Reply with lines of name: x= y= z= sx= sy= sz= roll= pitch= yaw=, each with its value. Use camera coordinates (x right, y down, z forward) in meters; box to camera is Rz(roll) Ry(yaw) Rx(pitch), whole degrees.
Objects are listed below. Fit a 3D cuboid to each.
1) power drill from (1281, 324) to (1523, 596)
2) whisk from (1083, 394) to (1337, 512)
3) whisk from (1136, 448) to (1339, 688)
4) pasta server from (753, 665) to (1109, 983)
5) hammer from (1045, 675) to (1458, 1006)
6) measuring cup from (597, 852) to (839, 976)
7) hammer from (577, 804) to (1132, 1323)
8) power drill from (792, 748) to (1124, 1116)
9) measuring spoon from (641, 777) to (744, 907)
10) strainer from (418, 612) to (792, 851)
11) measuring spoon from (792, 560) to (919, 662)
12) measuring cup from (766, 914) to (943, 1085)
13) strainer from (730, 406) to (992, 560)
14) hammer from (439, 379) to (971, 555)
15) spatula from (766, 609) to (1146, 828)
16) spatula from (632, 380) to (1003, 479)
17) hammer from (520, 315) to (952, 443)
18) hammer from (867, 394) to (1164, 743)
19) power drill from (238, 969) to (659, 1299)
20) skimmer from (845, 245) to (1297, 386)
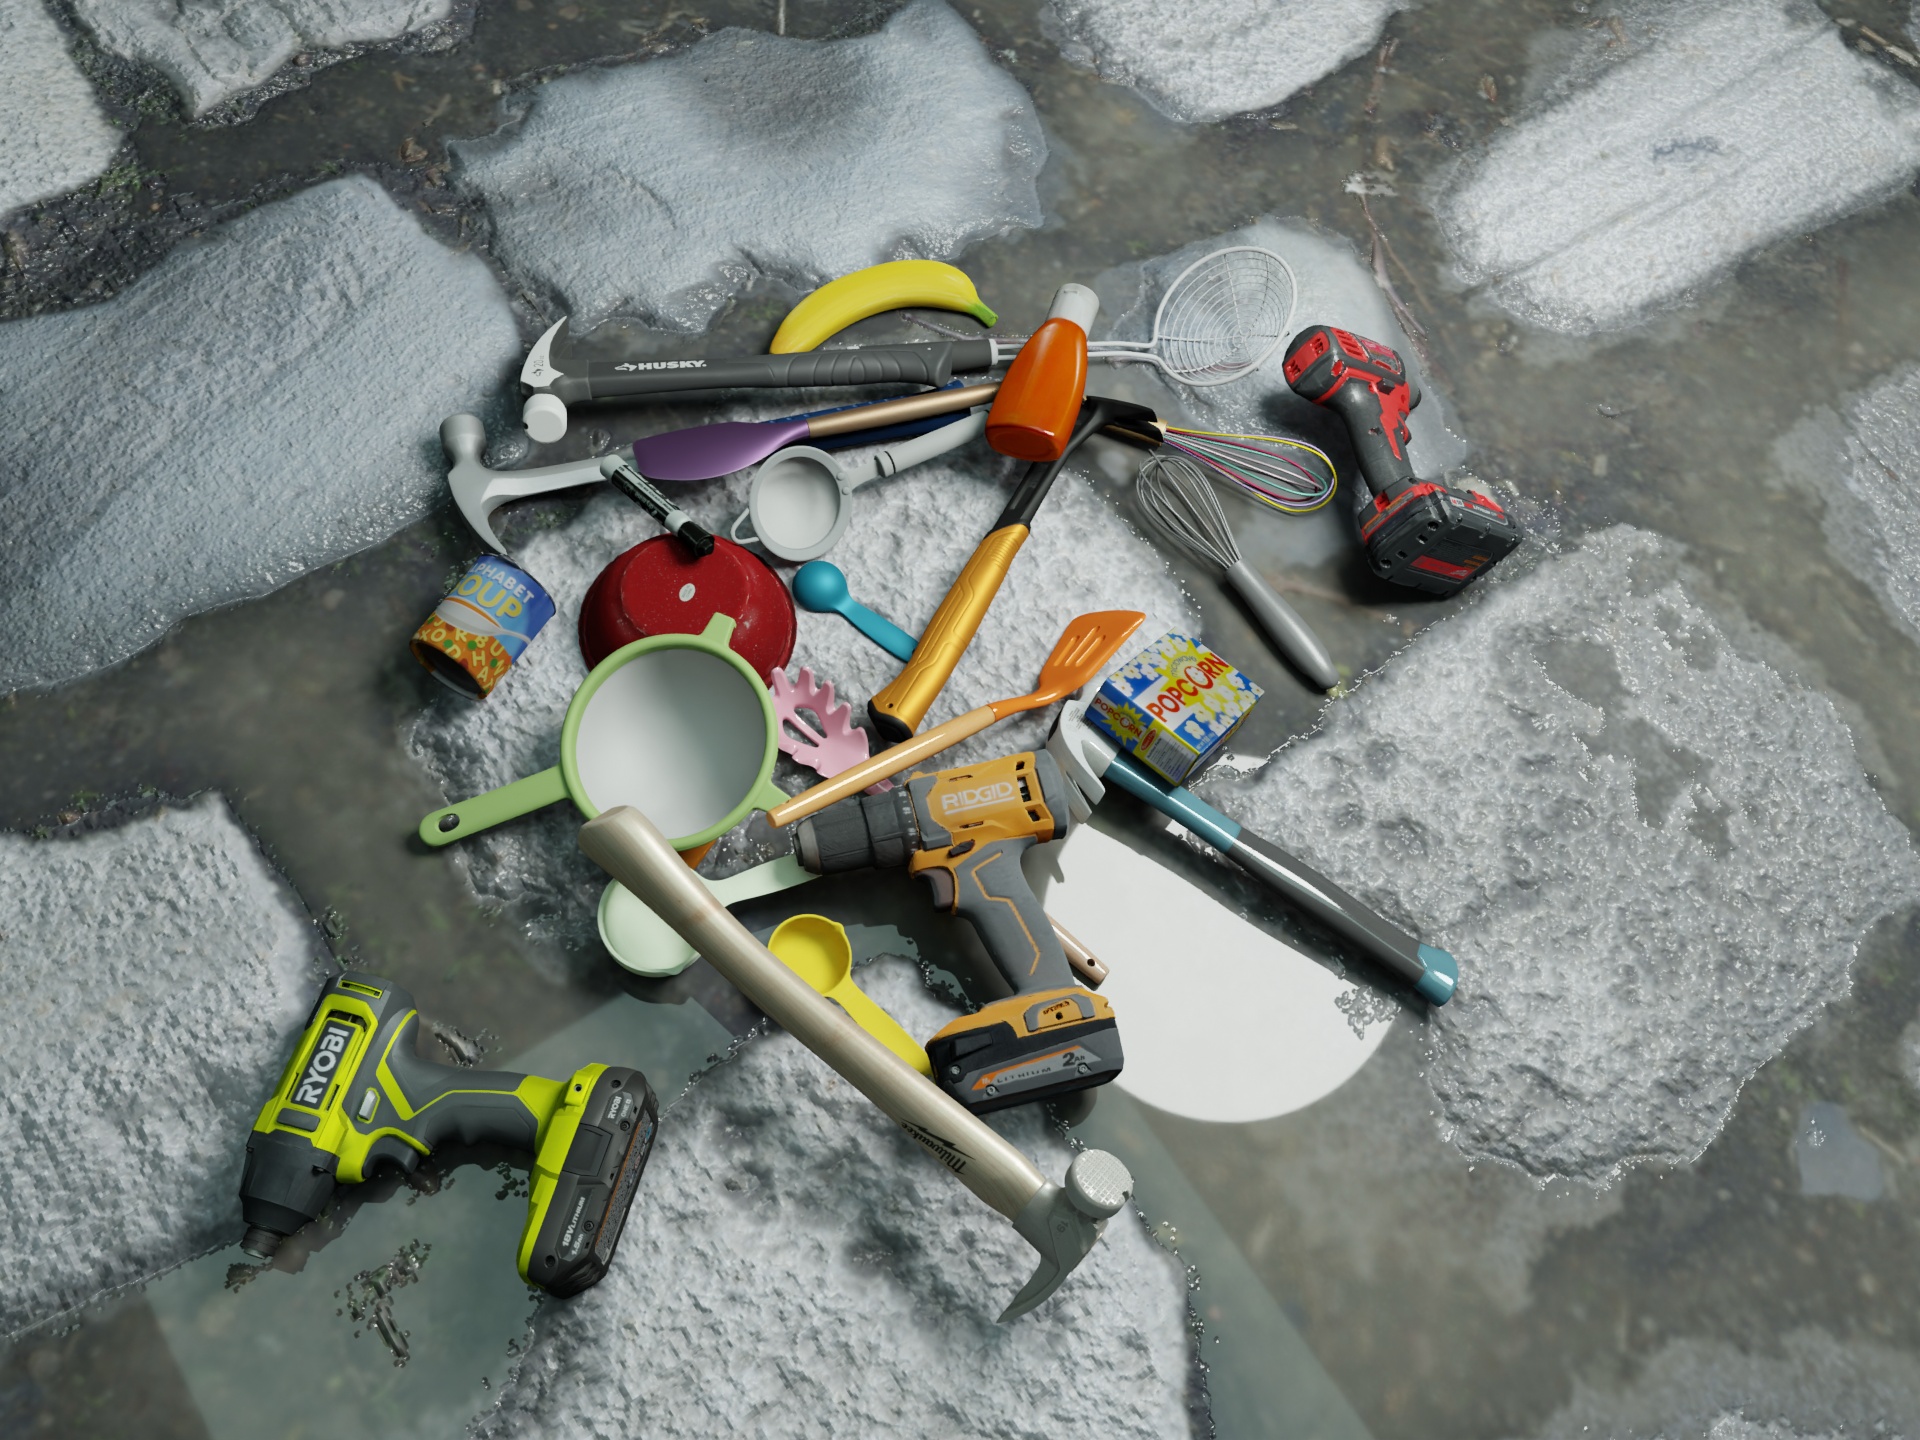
power drill: x=0.349 y=-0.212 z=1.264 sx=0.143 sy=0.078 sz=0.220 roll=8 pitch=53 yaw=-39
whisk: x=0.184 y=-0.221 z=1.287 sx=0.245 sy=0.047 sz=0.051 roll=19 pitch=51 yaw=8
whisk: x=0.215 y=-0.119 z=1.234 sx=0.055 sy=0.055 sz=0.239 roll=-31 pitch=74 yaw=-20
pasta server: x=-0.021 y=0.075 z=1.112 sx=0.316 sy=0.040 sz=0.060 roll=39 pitch=74 yaw=12
hammer: x=0.203 y=0.091 z=1.115 sx=0.331 sy=0.033 sz=0.128 roll=34 pitch=36 yaw=6
measuring cup: x=-0.161 y=0.120 z=1.072 sx=0.167 sy=0.038 sz=0.083 roll=-17 pitch=74 yaw=-18
hammer: x=-0.087 y=0.199 z=0.990 sx=0.411 sy=0.146 sz=0.038 roll=38 pitch=37 yaw=15
power drill: x=-0.002 y=0.139 z=1.041 sx=0.185 sy=0.084 sz=0.226 roll=-11 pitch=69 yaw=-9
measuring spoon: x=-0.182 y=0.083 z=1.103 sx=0.021 sy=0.011 sz=0.117 roll=33 pitch=65 yaw=10
strainer: x=-0.243 y=0.039 z=1.099 sx=0.256 sy=0.069 sz=0.152 roll=-21 pitch=75 yaw=2
measuring spoon: x=-0.071 y=-0.080 z=1.193 sx=0.129 sy=0.021 sz=0.042 roll=35 pitch=64 yaw=10
measuring cup: x=-0.069 y=0.195 z=1.058 sx=0.156 sy=0.029 sz=0.062 roll=45 pitch=62 yaw=3
strainer: x=-0.066 y=-0.193 z=1.225 sx=0.258 sy=0.086 sz=0.050 roll=-25 pitch=25 yaw=-16
hammer: x=-0.188 y=-0.206 z=1.235 sx=0.405 sy=0.035 sz=0.144 roll=-13 pitch=62 yaw=-13
spatula: x=-0.002 y=-0.004 z=1.114 sx=0.322 sy=0.081 sz=0.041 roll=-26 pitch=107 yaw=-31
spatula: x=-0.093 y=-0.228 z=1.225 sx=0.316 sy=0.018 sz=0.060 roll=-14 pitch=53 yaw=-15
hammer: x=-0.170 y=-0.274 z=1.242 sx=0.334 sy=0.035 sz=0.146 roll=-5 pitch=40 yaw=-9
hammer: x=0.031 y=-0.120 z=1.196 sx=0.127 sy=0.034 sz=0.337 roll=14 pitch=60 yaw=31
power drill: x=-0.312 y=0.262 z=0.965 sx=0.223 sy=0.080 sz=0.171 roll=14 pitch=62 yaw=5
skimmer: x=0.089 y=-0.322 z=1.296 sx=0.363 sy=0.090 sz=0.127 roll=-5 pitch=64 yaw=-9
